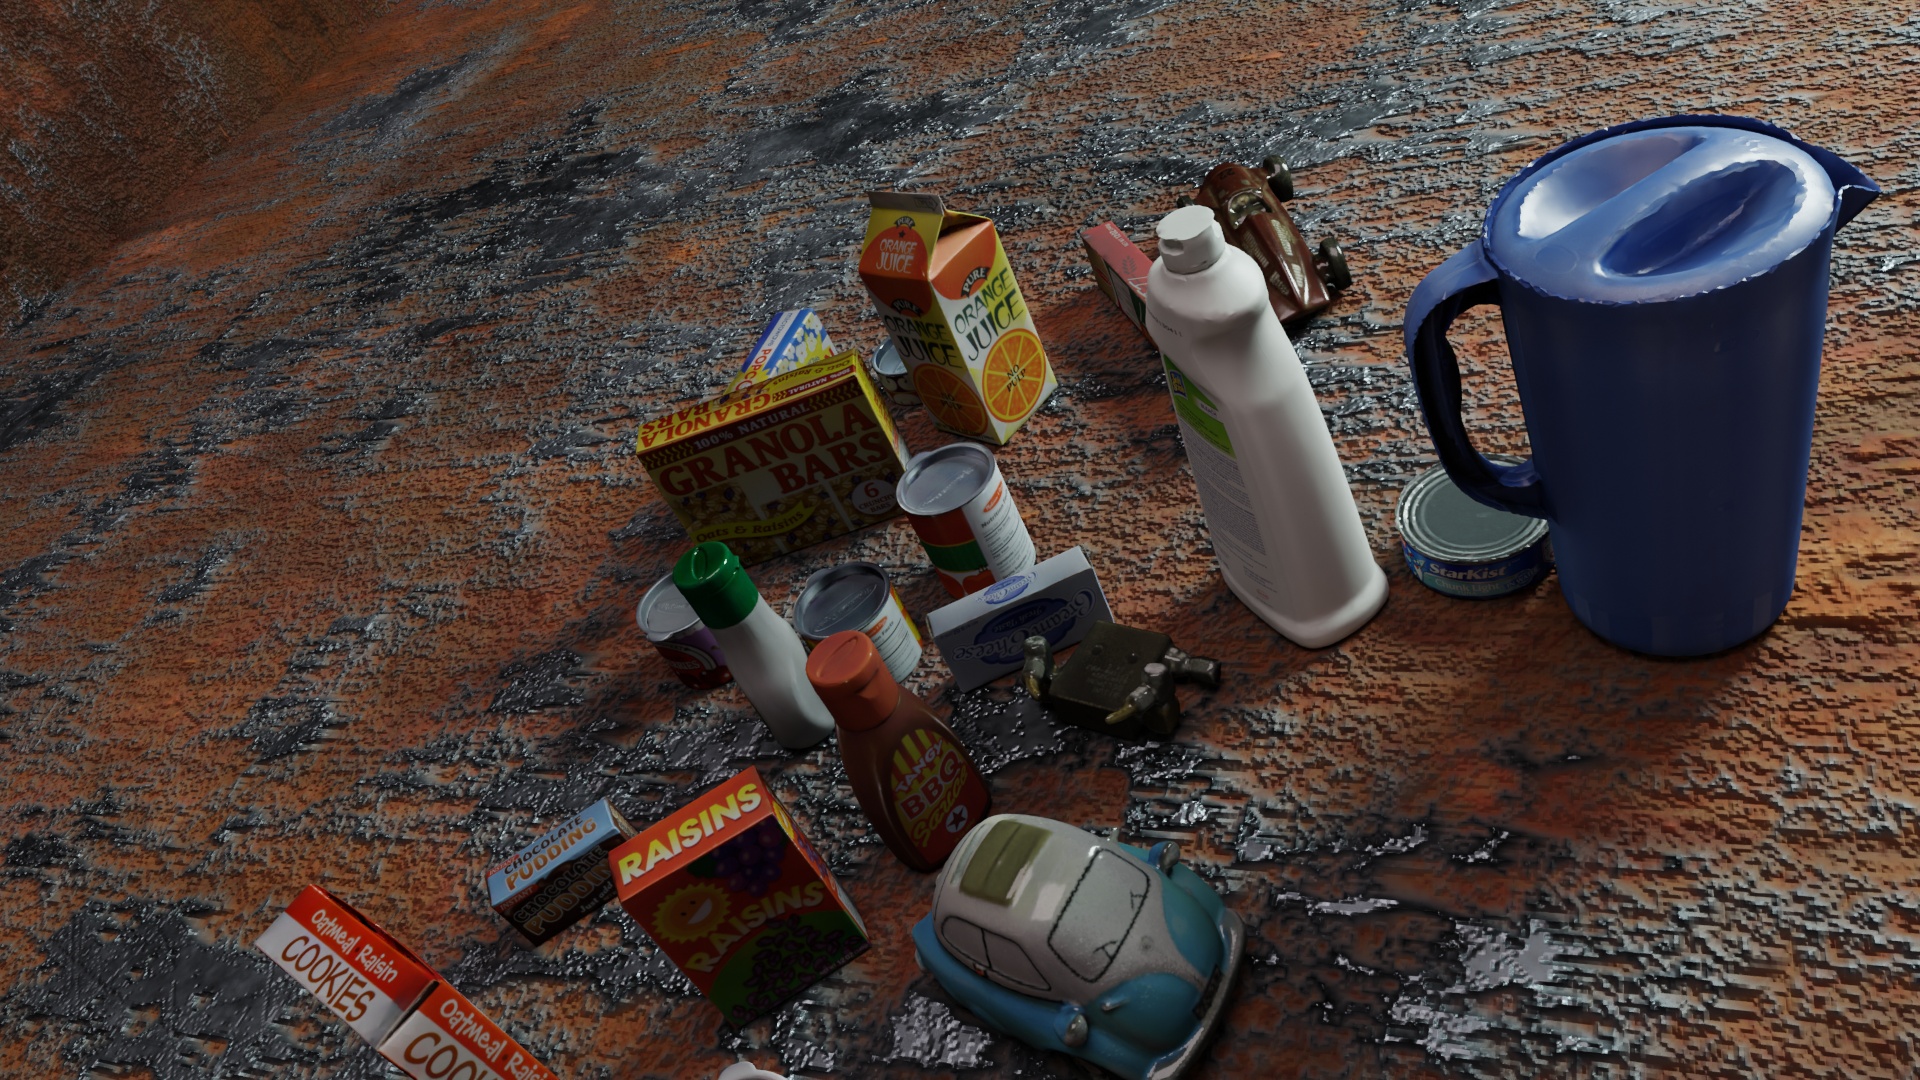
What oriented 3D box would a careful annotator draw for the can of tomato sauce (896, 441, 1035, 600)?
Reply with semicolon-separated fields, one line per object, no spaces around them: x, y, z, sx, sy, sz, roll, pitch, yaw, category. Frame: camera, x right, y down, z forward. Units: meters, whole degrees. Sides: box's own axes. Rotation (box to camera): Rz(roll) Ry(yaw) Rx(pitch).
0.003;-0.011;0.892;0.071;0.082;0.071;-16;40;14;can of tomato sauce

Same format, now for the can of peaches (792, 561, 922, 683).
-0.065;0.055;0.876;0.071;0.057;0.071;-15;40;13;can of peaches

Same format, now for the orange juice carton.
-0.006;-0.165;0.984;0.072;0.191;0.073;18;56;41;orange juice carton

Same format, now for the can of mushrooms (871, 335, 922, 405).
-0.032;-0.139;1.096;0.071;0.033;0.071;-15;40;13;can of mushrooms

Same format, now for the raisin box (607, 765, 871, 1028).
-0.110;0.182;0.705;0.086;0.123;0.040;-30;39;-4;raisin box

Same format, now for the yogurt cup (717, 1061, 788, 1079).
-0.090;0.286;0.634;0.072;0.053;0.073;-15;40;13;yogurt cup

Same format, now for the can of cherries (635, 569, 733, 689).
-0.176;0.059;0.933;0.071;0.058;0.072;-15;40;13;can of cherries

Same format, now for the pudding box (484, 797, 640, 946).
-0.229;0.194;0.817;0.084;0.049;0.030;-32;39;-7;pudding box

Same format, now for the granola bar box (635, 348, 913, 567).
-0.125;-0.052;0.976;0.165;0.123;0.039;-19;39;10;granola bar box

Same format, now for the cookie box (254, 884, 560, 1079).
-0.250;0.245;0.677;0.123;0.166;0.040;14;53;39;cookie box

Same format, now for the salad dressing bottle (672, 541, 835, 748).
-0.121;0.063;0.826;0.044;0.147;0.064;-22;39;6;salad dressing bottle

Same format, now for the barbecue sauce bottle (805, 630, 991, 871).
-0.035;0.108;0.727;0.044;0.148;0.065;21;58;43;barbecue sauce bottle

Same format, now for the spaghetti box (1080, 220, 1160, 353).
0.149;-0.160;1.005;0.029;0.050;0.251;-27;39;-1;spaghetti box

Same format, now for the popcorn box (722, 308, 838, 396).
-0.134;-0.108;1.077;0.038;0.085;0.127;-2;45;28;popcorn box

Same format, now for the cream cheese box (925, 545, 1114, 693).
0.037;0.048;0.831;0.104;0.053;0.024;-25;39;2;cream cheese box
